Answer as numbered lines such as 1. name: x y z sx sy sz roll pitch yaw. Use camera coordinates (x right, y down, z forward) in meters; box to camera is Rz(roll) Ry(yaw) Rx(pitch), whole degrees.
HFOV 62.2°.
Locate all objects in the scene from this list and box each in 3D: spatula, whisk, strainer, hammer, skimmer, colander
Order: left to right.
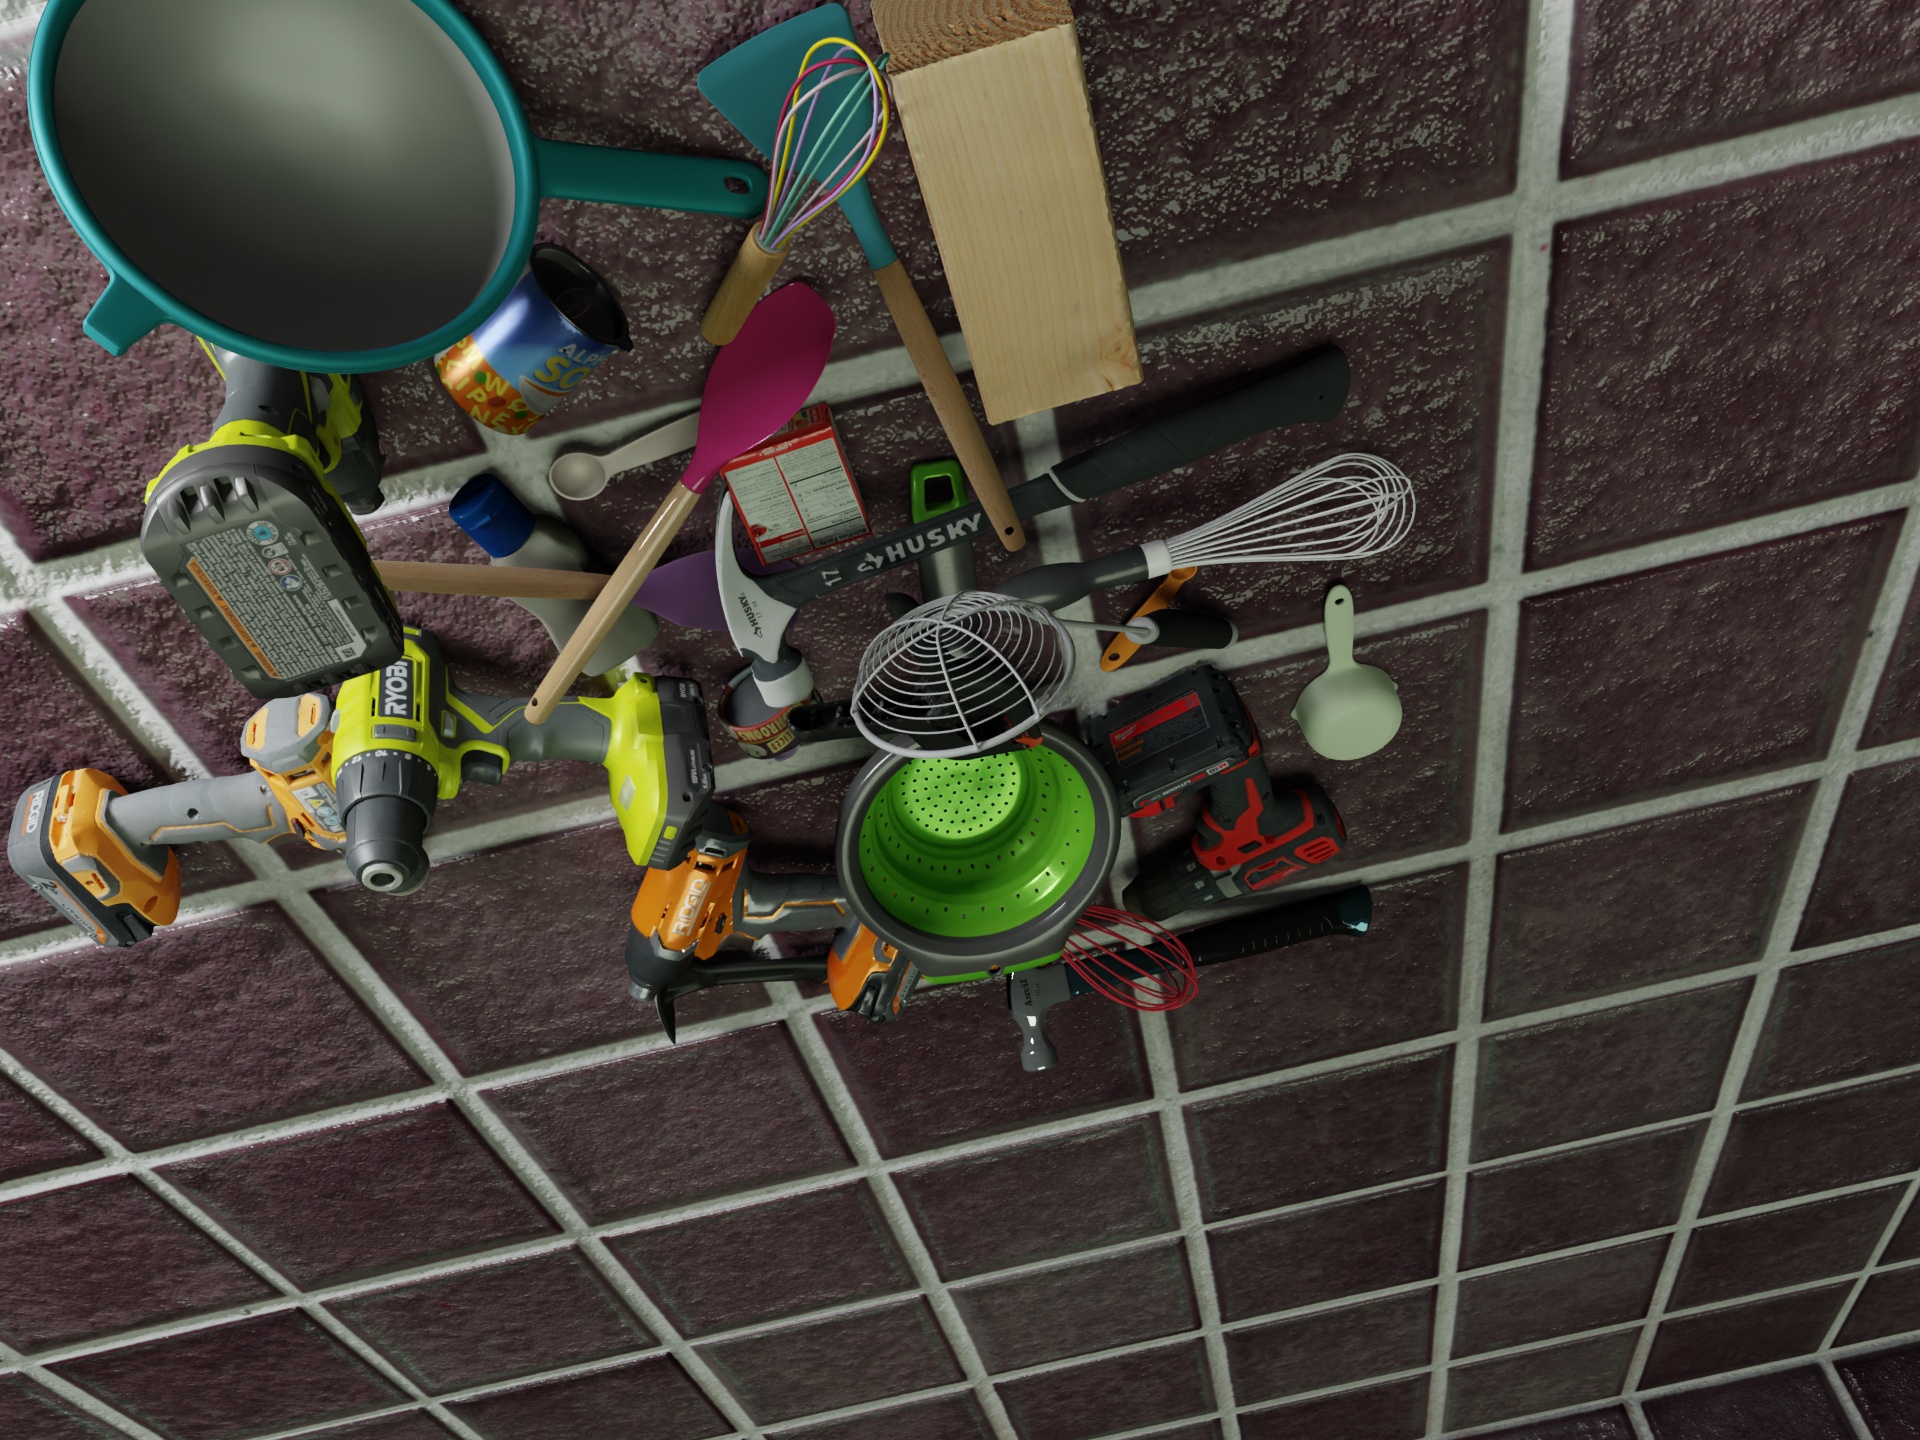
1. strainer: -0.259 -0.257 0.770 0.340 0.211 0.095 -7 176 -36
2. spatula: -0.235 -0.084 0.961 0.315 0.018 0.059 0 120 -33
3. whisk: -0.089 -0.255 0.792 0.047 0.051 0.245 27 155 -16
4. hammer: -0.089 0.212 1.343 0.337 0.034 0.127 -3 135 -9
5. spatula: -0.031 -0.221 0.865 0.082 0.044 0.317 -24 119 9
6. colander: -0.002 -0.004 1.112 0.204 0.095 0.396 -10 119 -6
7. hammer: 0.044 -0.141 0.968 0.409 0.036 0.149 -21 126 -1
8. whisk: 0.064 0.150 1.256 0.295 0.073 0.073 29 126 -12
9. skimmer: 0.077 -0.029 0.984 0.363 0.127 0.090 -2 103 -54
10. hammer: 0.197 0.195 1.345 0.331 0.128 0.033 -12 174 -12
11. whisk: 0.155 -0.113 1.020 0.284 0.070 0.070 -15 137 -3

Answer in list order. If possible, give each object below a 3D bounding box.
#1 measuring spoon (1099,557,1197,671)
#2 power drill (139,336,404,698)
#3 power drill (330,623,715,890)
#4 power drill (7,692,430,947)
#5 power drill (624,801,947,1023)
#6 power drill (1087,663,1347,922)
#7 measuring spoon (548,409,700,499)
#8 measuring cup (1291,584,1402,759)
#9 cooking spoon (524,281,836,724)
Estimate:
1. measuring spoon: 0.129 -0.074 1.110 0.021 0.011 0.117 14 135 -23
2. power drill: -0.337 -0.124 0.804 0.080 0.223 0.171 -18 137 -2
3. power drill: -0.278 0.032 1.008 0.228 0.191 0.080 7 134 -24
4. power drill: -0.495 0.082 1.095 0.226 0.084 0.185 -18 138 0
5. power drill: -0.141 0.161 1.221 0.226 0.084 0.164 17 109 -25
6. power drill: 0.178 0.073 1.227 0.188 0.080 0.226 -27 137 17
7. measuring spoon: -0.187 -0.166 0.948 0.124 0.018 0.034 -22 136 1
8. measuring cup: 0.284 -0.031 1.163 0.083 0.038 0.167 -15 139 4
9. cooking spoon: -0.171 -0.117 0.931 0.319 0.069 0.017 -51 157 20
